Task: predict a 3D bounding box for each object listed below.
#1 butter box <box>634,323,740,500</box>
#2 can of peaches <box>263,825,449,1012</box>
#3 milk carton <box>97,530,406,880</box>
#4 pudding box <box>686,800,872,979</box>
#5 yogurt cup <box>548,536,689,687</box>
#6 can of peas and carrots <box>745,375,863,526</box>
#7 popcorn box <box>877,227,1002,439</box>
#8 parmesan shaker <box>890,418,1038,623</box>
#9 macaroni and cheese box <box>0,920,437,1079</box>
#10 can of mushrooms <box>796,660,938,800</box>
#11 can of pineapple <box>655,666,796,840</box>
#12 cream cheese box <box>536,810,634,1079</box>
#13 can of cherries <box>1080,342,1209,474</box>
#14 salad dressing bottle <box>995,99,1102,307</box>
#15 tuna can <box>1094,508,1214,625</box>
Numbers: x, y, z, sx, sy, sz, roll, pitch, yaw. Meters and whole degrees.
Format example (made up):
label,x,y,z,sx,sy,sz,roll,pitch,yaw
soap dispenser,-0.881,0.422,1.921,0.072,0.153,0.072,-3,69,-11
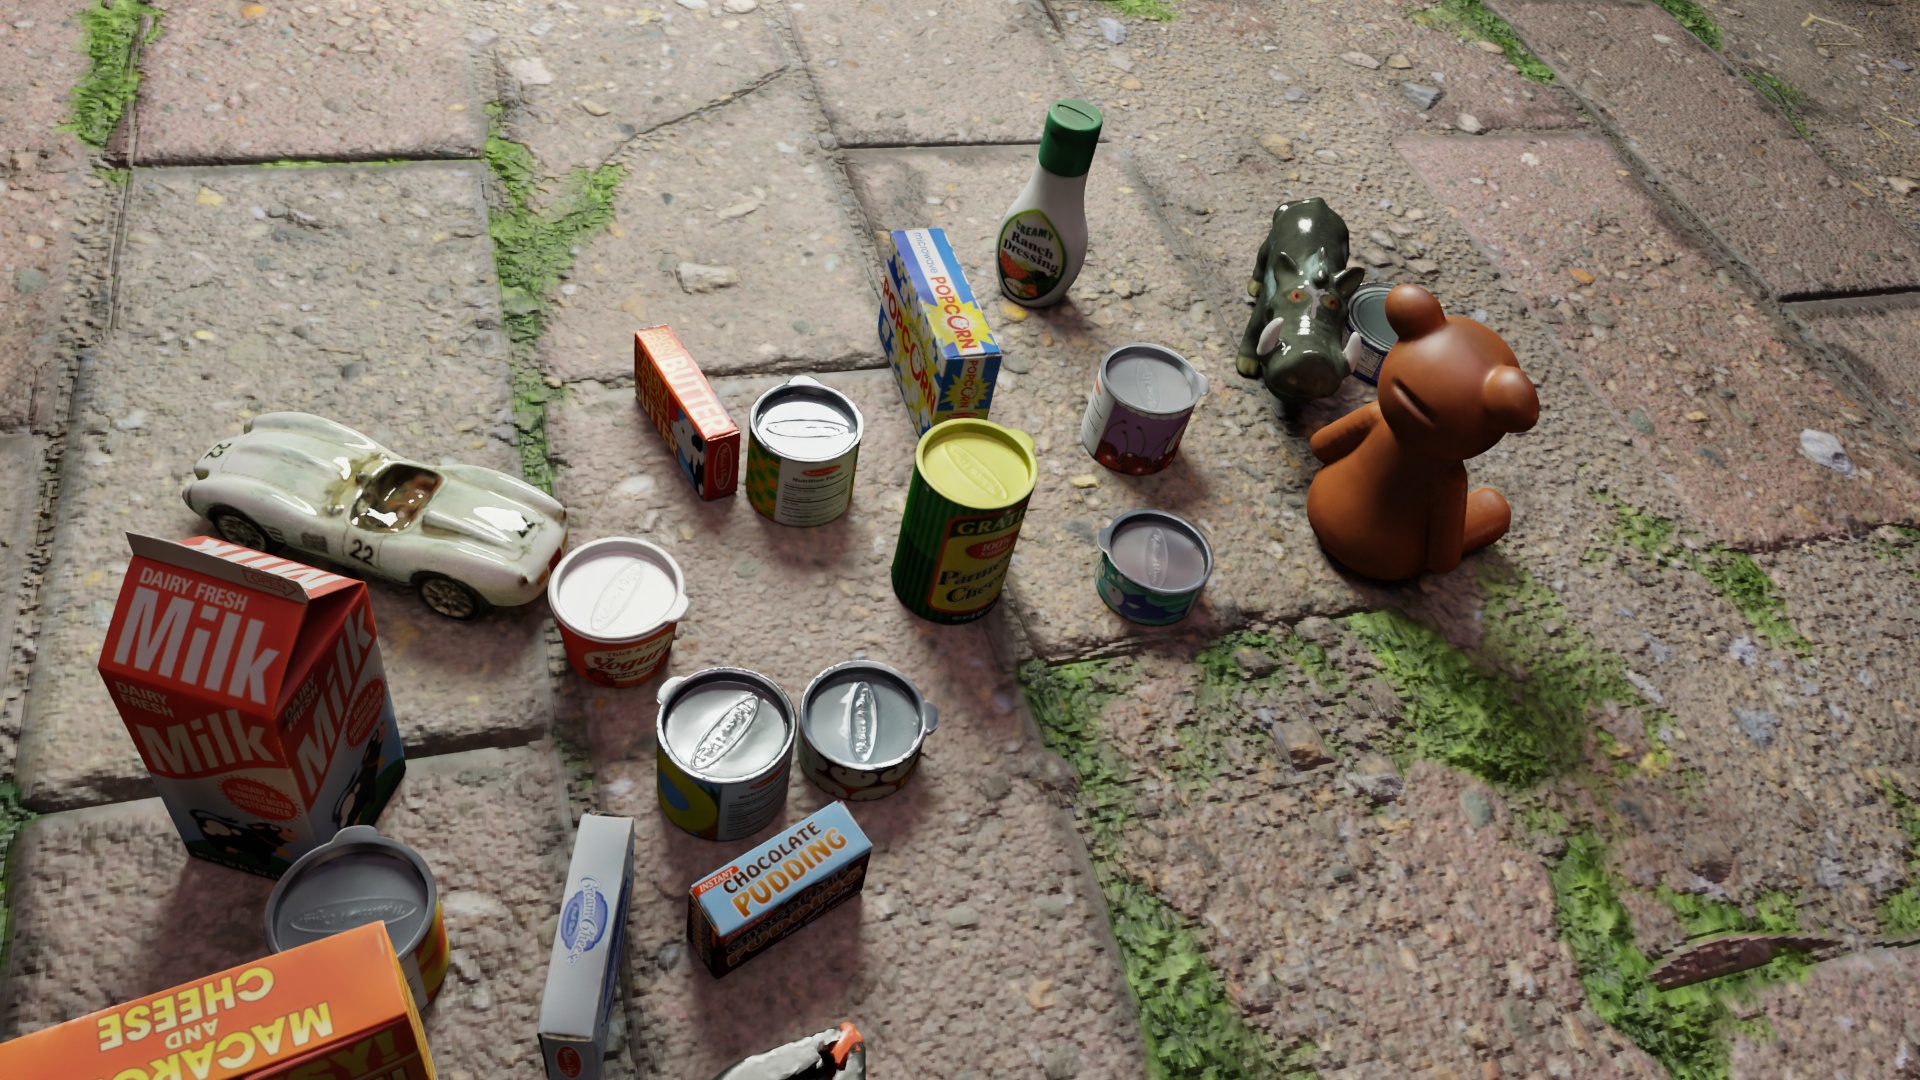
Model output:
label,x,y,z,sx,sy,sz,roll,pitch,yaw
butter box,-0.165,-0.078,0.833,0.024,0.052,0.104,-20,56,-27
can of peaches,-0.255,0.167,0.593,0.071,0.057,0.071,6,48,-7
milk carton,-0.293,0.066,0.584,0.072,0.189,0.074,15,48,1
pudding box,-0.084,0.161,0.642,0.084,0.049,0.030,-26,59,-30
yogurt cup,-0.179,0.040,0.725,0.072,0.053,0.073,6,48,-7
can of peas and carrots,-0.094,-0.053,0.823,0.071,0.058,0.071,6,48,-7
popcorn box,-0.016,-0.129,0.889,0.038,0.084,0.127,-7,51,-19
parmesan shaker,0.003,-0.010,0.777,0.071,0.102,0.072,6,48,-7
macaroni and cheese box,-0.249,0.206,0.486,0.124,0.165,0.040,-15,54,-24
can of mushrooms,-0.049,0.098,0.716,0.071,0.033,0.071,6,48,-7
can of pineapple,-0.116,0.103,0.680,0.071,0.057,0.071,6,48,-7
cream cheese box,-0.162,0.177,0.607,0.024,0.053,0.104,6,48,-7
can of cherries,0.118,-0.084,0.898,0.071,0.058,0.072,6,48,-7
salad dressing bottle,0.063,-0.230,0.955,0.064,0.146,0.044,30,50,14
tuna can,0.112,0.015,0.826,0.071,0.032,0.071,6,48,-7
